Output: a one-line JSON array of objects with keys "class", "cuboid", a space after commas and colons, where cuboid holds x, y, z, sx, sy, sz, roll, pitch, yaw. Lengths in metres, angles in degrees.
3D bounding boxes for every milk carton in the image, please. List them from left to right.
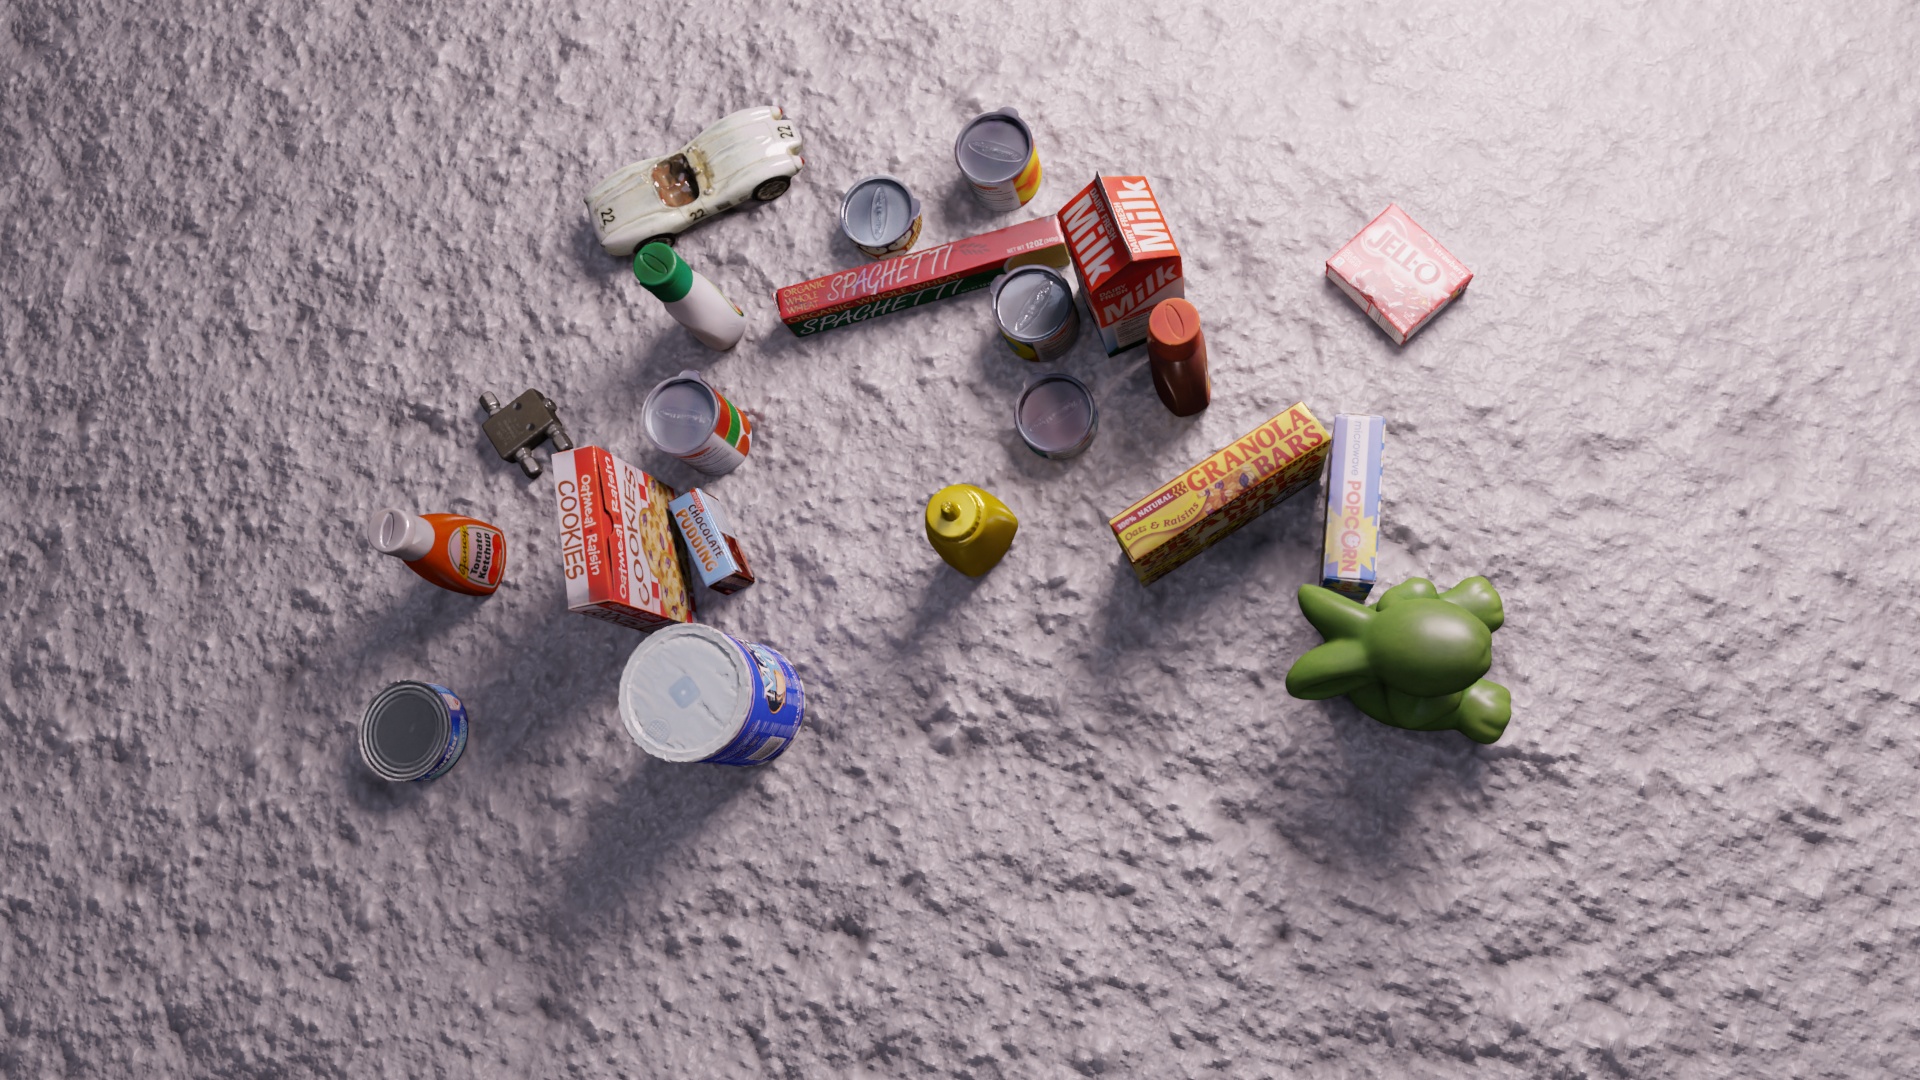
[{"class": "milk carton", "cuboid": [0.125, -0.213, 1.062, 0.073, 0.190, 0.072, -22, 76, 6]}]

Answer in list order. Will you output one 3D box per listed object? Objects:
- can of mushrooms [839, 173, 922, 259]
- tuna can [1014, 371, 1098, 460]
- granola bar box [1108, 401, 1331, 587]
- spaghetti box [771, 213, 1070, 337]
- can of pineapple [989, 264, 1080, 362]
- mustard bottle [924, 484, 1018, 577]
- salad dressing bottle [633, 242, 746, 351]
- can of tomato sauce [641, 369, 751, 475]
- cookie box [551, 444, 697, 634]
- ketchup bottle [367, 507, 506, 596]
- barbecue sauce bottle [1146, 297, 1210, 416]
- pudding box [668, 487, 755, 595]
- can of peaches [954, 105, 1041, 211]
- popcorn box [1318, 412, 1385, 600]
[{"class": "can of mushrooms", "cuboid": [-0.065, -0.277, 1.193, 0.071, 0.033, 0.071, -2, 79, 11]}, {"class": "tuna can", "cuboid": [0.077, -0.102, 1.131, 0.071, 0.033, 0.071, -2, 79, 11]}, {"class": "granola bar box", "cuboid": [0.194, -0.032, 1.047, 0.165, 0.124, 0.039, -32, 75, 3]}, {"class": "spaghetti box", "cuboid": [-0.032, -0.221, 1.167, 0.250, 0.050, 0.029, -14, 77, 8]}, {"class": "can of pineapple", "cuboid": [0.062, -0.187, 1.138, 0.071, 0.058, 0.071, -2, 79, 11]}, {"class": "mustard bottle", "cuboid": [0.004, -0.013, 1.061, 0.049, 0.160, 0.065, 37, 88, 15]}, {"class": "salad dressing bottle", "cuboid": [-0.224, -0.201, 1.149, 0.064, 0.147, 0.044, 36, 88, 15]}, {"class": "can of tomato sauce", "cuboid": [-0.218, -0.097, 1.161, 0.071, 0.083, 0.071, -2, 79, 11]}, {"class": "cookie box", "cuboid": [-0.264, 0.004, 1.106, 0.040, 0.167, 0.123, -13, 77, 9]}, {"class": "ketchup bottle", "cuboid": [-0.431, 0.006, 1.148, 0.043, 0.148, 0.065, 1, 80, 11]}, {"class": "barbecue sauce bottle", "cuboid": [0.166, -0.143, 1.062, 0.043, 0.148, 0.065, -20, 76, 7]}, {"class": "pudding box", "cuboid": [-0.207, 0.001, 1.156, 0.030, 0.049, 0.084, -29, 75, 5]}, {"class": "can of peaches", "cuboid": [0.034, -0.321, 1.170, 0.071, 0.058, 0.071, -2, 79, 11]}, {"class": "popcorn box", "cuboid": [0.294, -0.024, 1.046, 0.038, 0.085, 0.127, 5, 80, 12]}]
